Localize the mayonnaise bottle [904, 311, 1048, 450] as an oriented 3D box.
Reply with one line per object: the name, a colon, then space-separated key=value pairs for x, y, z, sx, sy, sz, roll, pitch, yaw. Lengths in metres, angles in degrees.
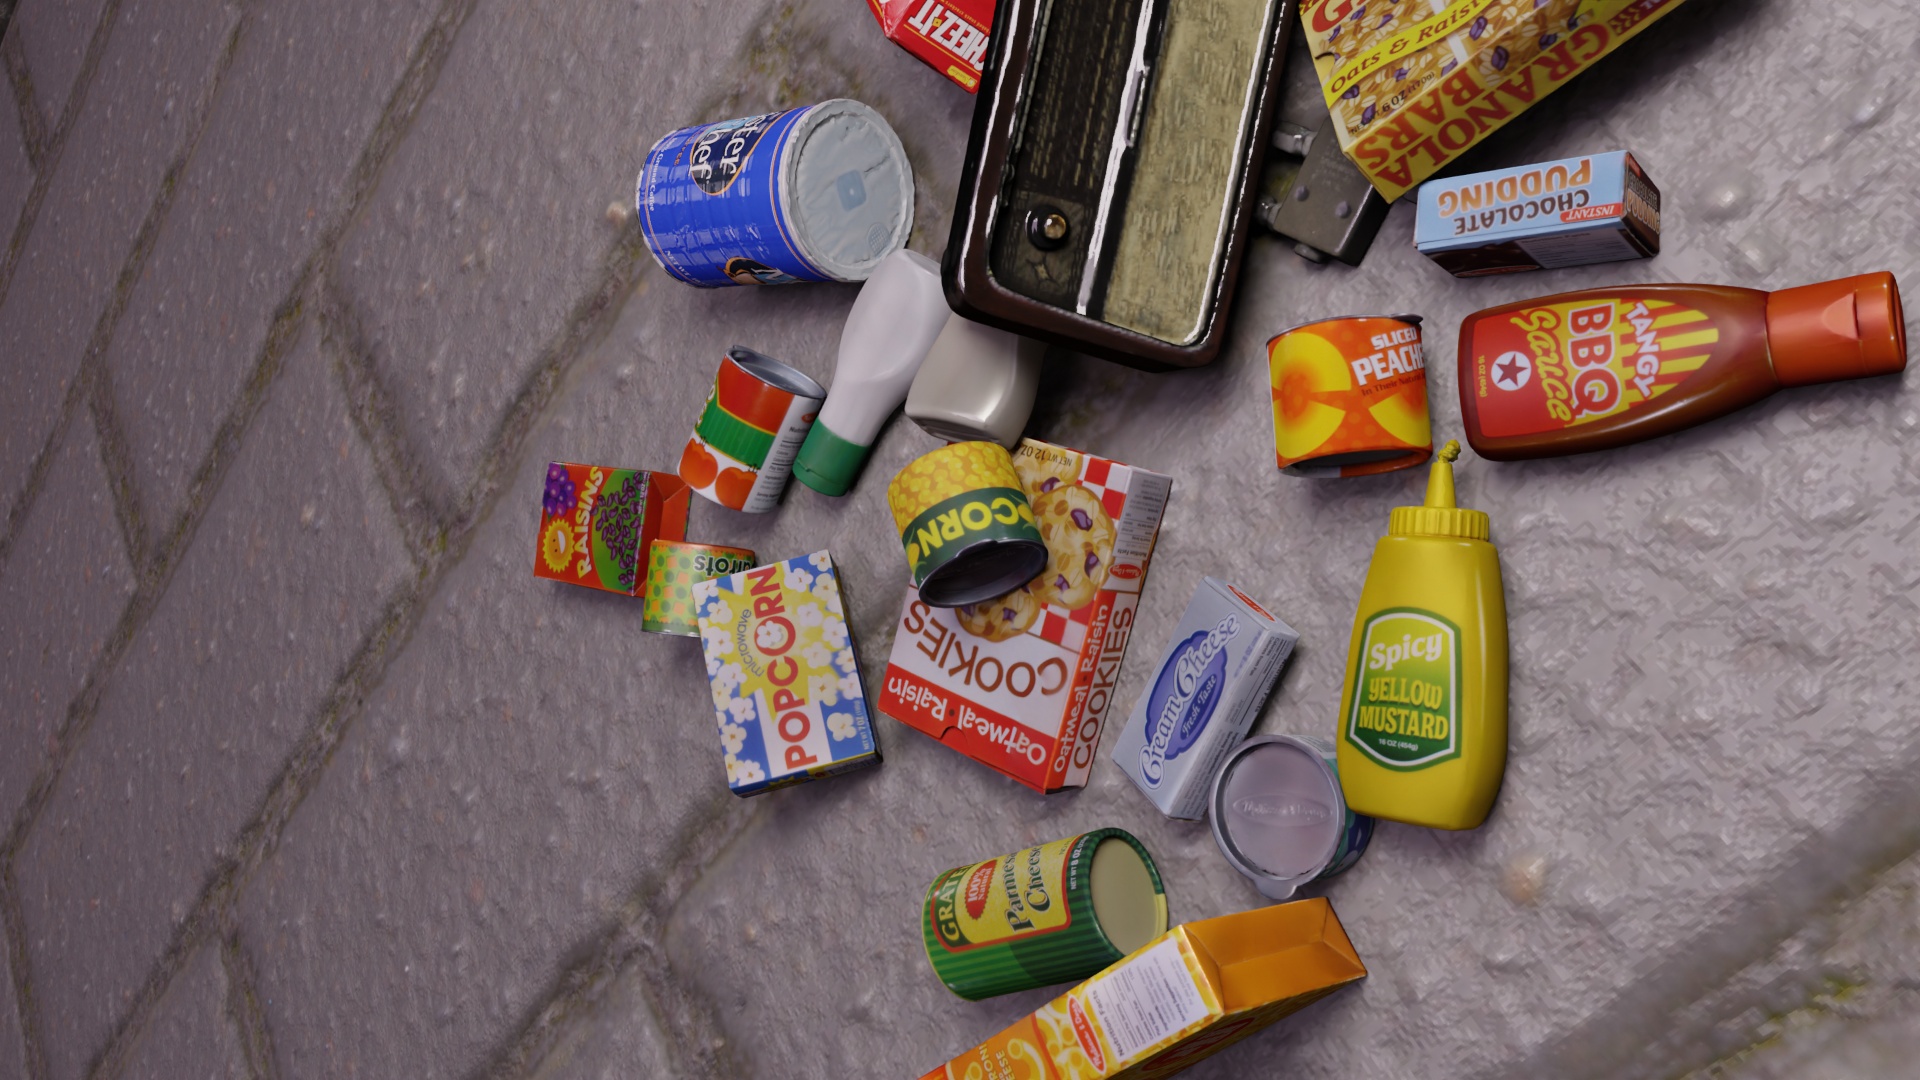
mayonnaise bottle: x=0.026 y=-0.121 z=0.723 sx=0.065 sy=0.041 sz=0.148 roll=14 pitch=74 yaw=36

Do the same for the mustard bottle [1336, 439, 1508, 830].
mustard bottle: x=0.194 y=0.037 z=0.576 sx=0.065 sy=0.049 sz=0.160 roll=2 pitch=85 yaw=38

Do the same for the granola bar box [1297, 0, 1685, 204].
granola bar box: x=0.223 y=-0.232 z=0.566 sx=0.165 sy=0.039 sz=0.125 roll=-34 pitch=38 yaw=32

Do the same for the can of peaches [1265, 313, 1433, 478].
can of peaches: x=0.169 y=-0.061 z=0.599 sx=0.071 sy=0.071 sz=0.058 roll=-9 pitch=79 yaw=40

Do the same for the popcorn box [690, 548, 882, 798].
popcorn box: x=-0.101 y=0.077 z=0.804 sx=0.085 sy=0.038 sz=0.127 roll=-15 pitch=70 yaw=0

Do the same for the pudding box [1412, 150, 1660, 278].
pudding box: x=0.234 y=-0.131 z=0.566 sx=0.083 sy=0.050 sz=0.030 roll=0 pitch=83 yaw=41

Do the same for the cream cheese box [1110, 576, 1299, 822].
cream cheese box: x=0.112 y=0.074 z=0.649 sx=0.103 sy=0.024 sz=0.053 roll=-65 pitch=33 yaw=13

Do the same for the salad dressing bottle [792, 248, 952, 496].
salad dressing bottle: x=-0.051 y=-0.095 z=0.810 sx=0.064 sy=0.044 sz=0.147 roll=44 pitch=113 yaw=34

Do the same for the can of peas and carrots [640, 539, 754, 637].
can of peas and carrots: x=-0.163 y=0.032 z=0.873 sx=0.071 sy=0.071 sz=0.058 roll=2 pitch=85 yaw=41

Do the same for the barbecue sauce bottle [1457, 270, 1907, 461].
barbecue sauce bottle: x=0.270 y=-0.070 z=0.530 sx=0.148 sy=0.044 sz=0.065 roll=-7 pitch=78 yaw=40

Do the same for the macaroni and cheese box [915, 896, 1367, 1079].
macaroni and cheese box: x=0.076 y=0.214 z=0.604 sx=0.165 sy=0.124 sz=0.040 roll=-41 pitch=59 yaw=29

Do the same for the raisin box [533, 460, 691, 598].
raisin box: x=-0.244 y=-0.008 z=0.966 sx=0.123 sy=0.040 sz=0.086 roll=7 pitch=90 yaw=42

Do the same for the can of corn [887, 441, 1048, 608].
can of corn: x=0.002 y=-0.009 z=0.680 sx=0.071 sy=0.071 sz=0.058 roll=-36 pitch=61 yaw=32

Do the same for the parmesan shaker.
parmesan shaker: x=0.041 y=0.181 z=0.679 sx=0.103 sy=0.071 sz=0.071 roll=-25 pitch=68 yaw=35

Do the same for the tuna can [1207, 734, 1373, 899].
tuna can: x=0.147 y=0.122 z=0.616 sx=0.071 sy=0.033 sz=0.071 roll=-7 pitch=80 yaw=40

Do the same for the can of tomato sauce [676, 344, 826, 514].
can of tomato sauce: x=-0.131 y=-0.068 z=0.858 sx=0.071 sy=0.071 sz=0.083 roll=38 pitch=110 yaw=37

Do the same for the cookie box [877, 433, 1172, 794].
cookie box: x=0.029 y=0.031 z=0.725 sx=0.123 sy=0.040 sz=0.167 roll=20 pitch=97 yaw=40
